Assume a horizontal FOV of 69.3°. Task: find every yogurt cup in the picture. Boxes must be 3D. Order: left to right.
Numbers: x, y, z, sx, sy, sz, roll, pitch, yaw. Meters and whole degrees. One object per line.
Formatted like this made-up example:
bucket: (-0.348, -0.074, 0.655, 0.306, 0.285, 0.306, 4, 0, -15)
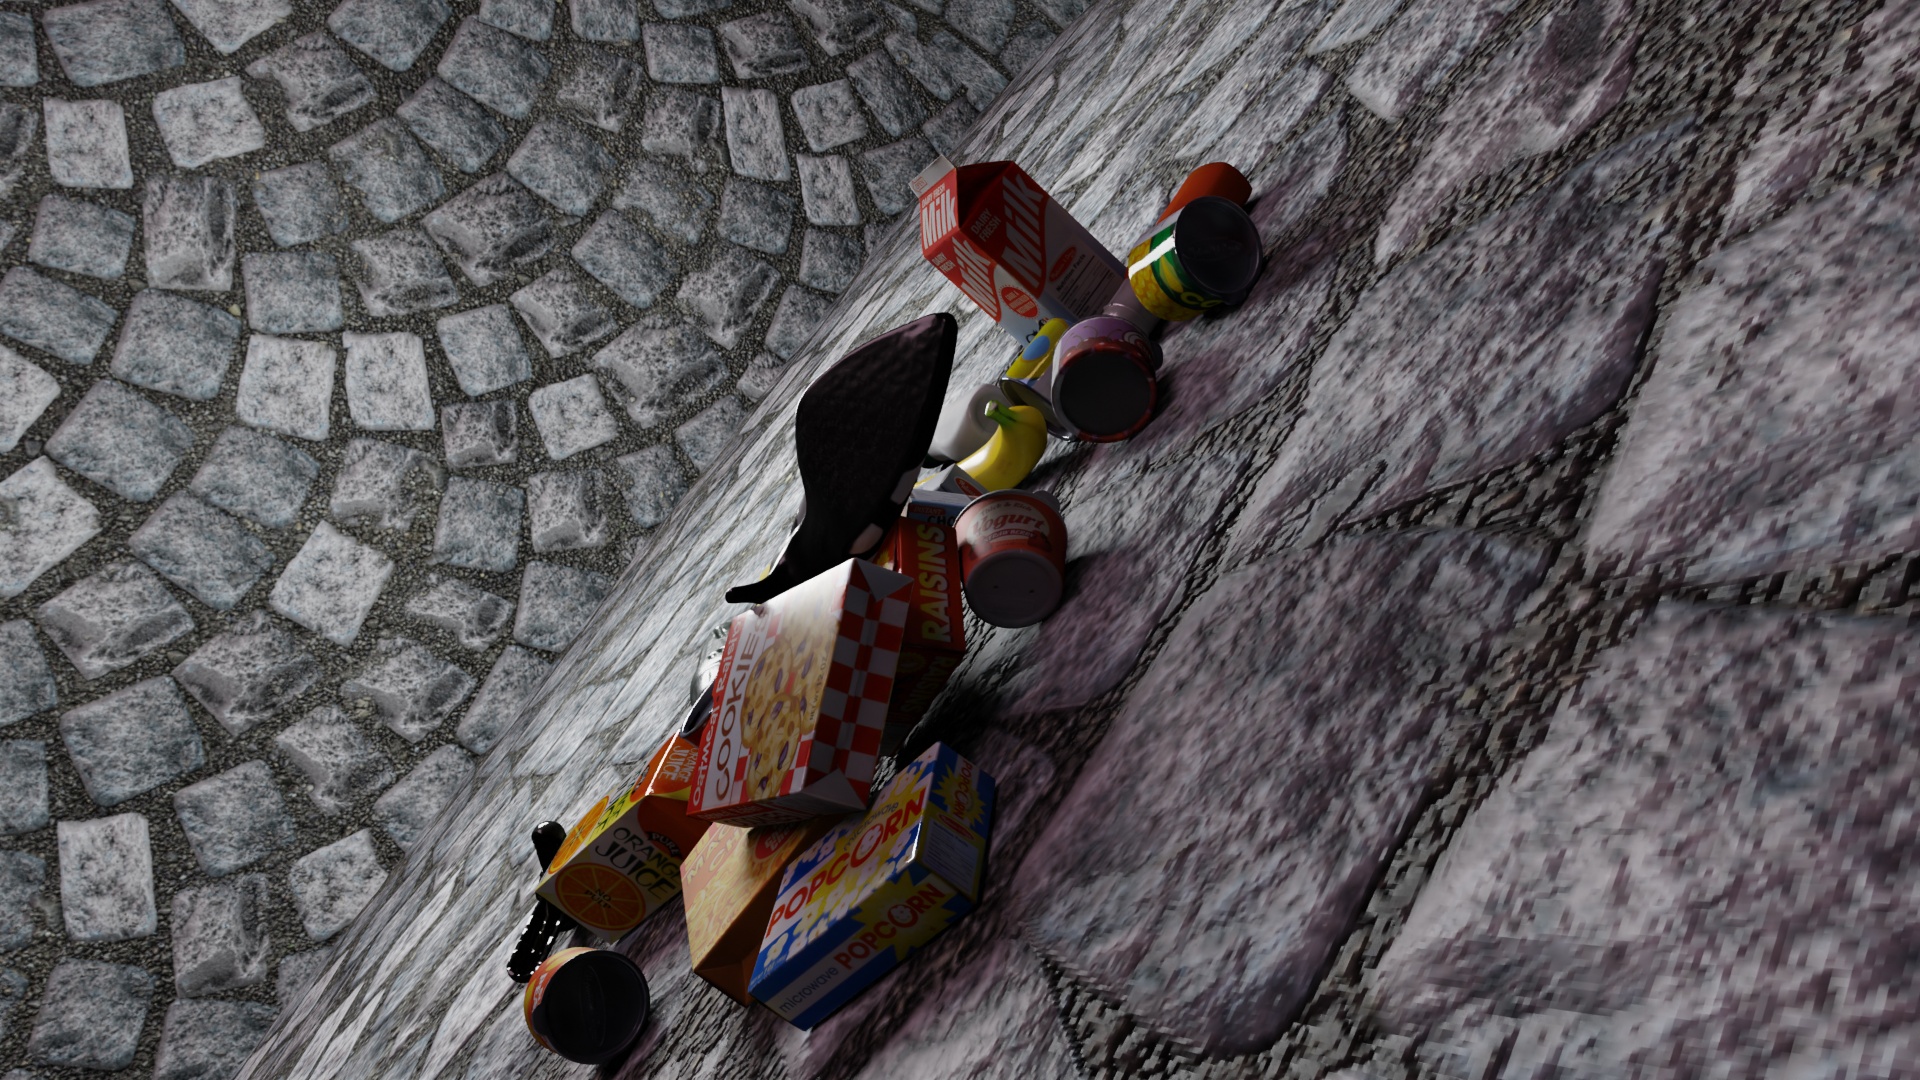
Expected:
yogurt cup: (0.029, 0.013, 0.782, 0.072, 0.072, 0.054, -44, 24, 23)

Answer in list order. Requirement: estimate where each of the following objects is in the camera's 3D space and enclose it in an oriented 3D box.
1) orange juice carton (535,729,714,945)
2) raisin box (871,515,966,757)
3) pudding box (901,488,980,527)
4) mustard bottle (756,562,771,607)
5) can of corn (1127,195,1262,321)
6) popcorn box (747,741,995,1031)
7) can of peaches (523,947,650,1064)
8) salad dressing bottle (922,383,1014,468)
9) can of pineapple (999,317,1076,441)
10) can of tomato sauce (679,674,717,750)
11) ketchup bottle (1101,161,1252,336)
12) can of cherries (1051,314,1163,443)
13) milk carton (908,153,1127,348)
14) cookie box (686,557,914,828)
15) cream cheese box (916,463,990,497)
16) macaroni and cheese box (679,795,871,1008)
orange juice carton: (-0.216, 0.205, 0.999, 0.192, 0.073, 0.072, -41, 17, 30)
raisin box: (-0.038, 0.057, 0.794, 0.122, 0.040, 0.086, 123, 152, -47)
pudding box: (0.003, -0.011, 0.872, 0.050, 0.084, 0.030, -130, 48, -75)
mustard bottle: (-0.147, 0.025, 1.288, 0.160, 0.049, 0.065, -46, 14, 16)
can of corn: (0.151, -0.177, 0.893, 0.071, 0.071, 0.058, -56, 15, -22)
popcorn box: (-0.042, 0.164, 0.662, 0.126, 0.038, 0.085, -43, 16, 26)
can of peaches: (-0.235, 0.287, 0.860, 0.071, 0.071, 0.058, -57, 15, -26)
salad dressing bottle: (-0.002, -0.091, 1.163, 0.064, 0.044, 0.147, -60, 16, -18)
can of pineapple: (0.069, -0.111, 0.959, 0.058, 0.071, 0.071, -52, 15, -10)
can of tomato sauce: (-0.134, 0.128, 0.930, 0.071, 0.083, 0.071, -46, 15, 16)
ketchup bottle: (0.150, -0.202, 0.992, 0.149, 0.043, 0.064, -55, 15, -19)
can of cherries: (0.093, -0.102, 0.874, 0.071, 0.071, 0.059, -44, 16, 23)
milk carton: (0.044, -0.208, 1.023, 0.074, 0.190, 0.072, -55, 15, -18)
cookie box: (-0.092, 0.088, 0.756, 0.167, 0.040, 0.123, -25, 49, 56)
cream cheese box: (-0.015, -0.015, 0.993, 0.103, 0.053, 0.024, -29, 25, 54)
macaroni and cheese box: (-0.108, 0.180, 0.812, 0.124, 0.040, 0.166, -50, 15, -5)
